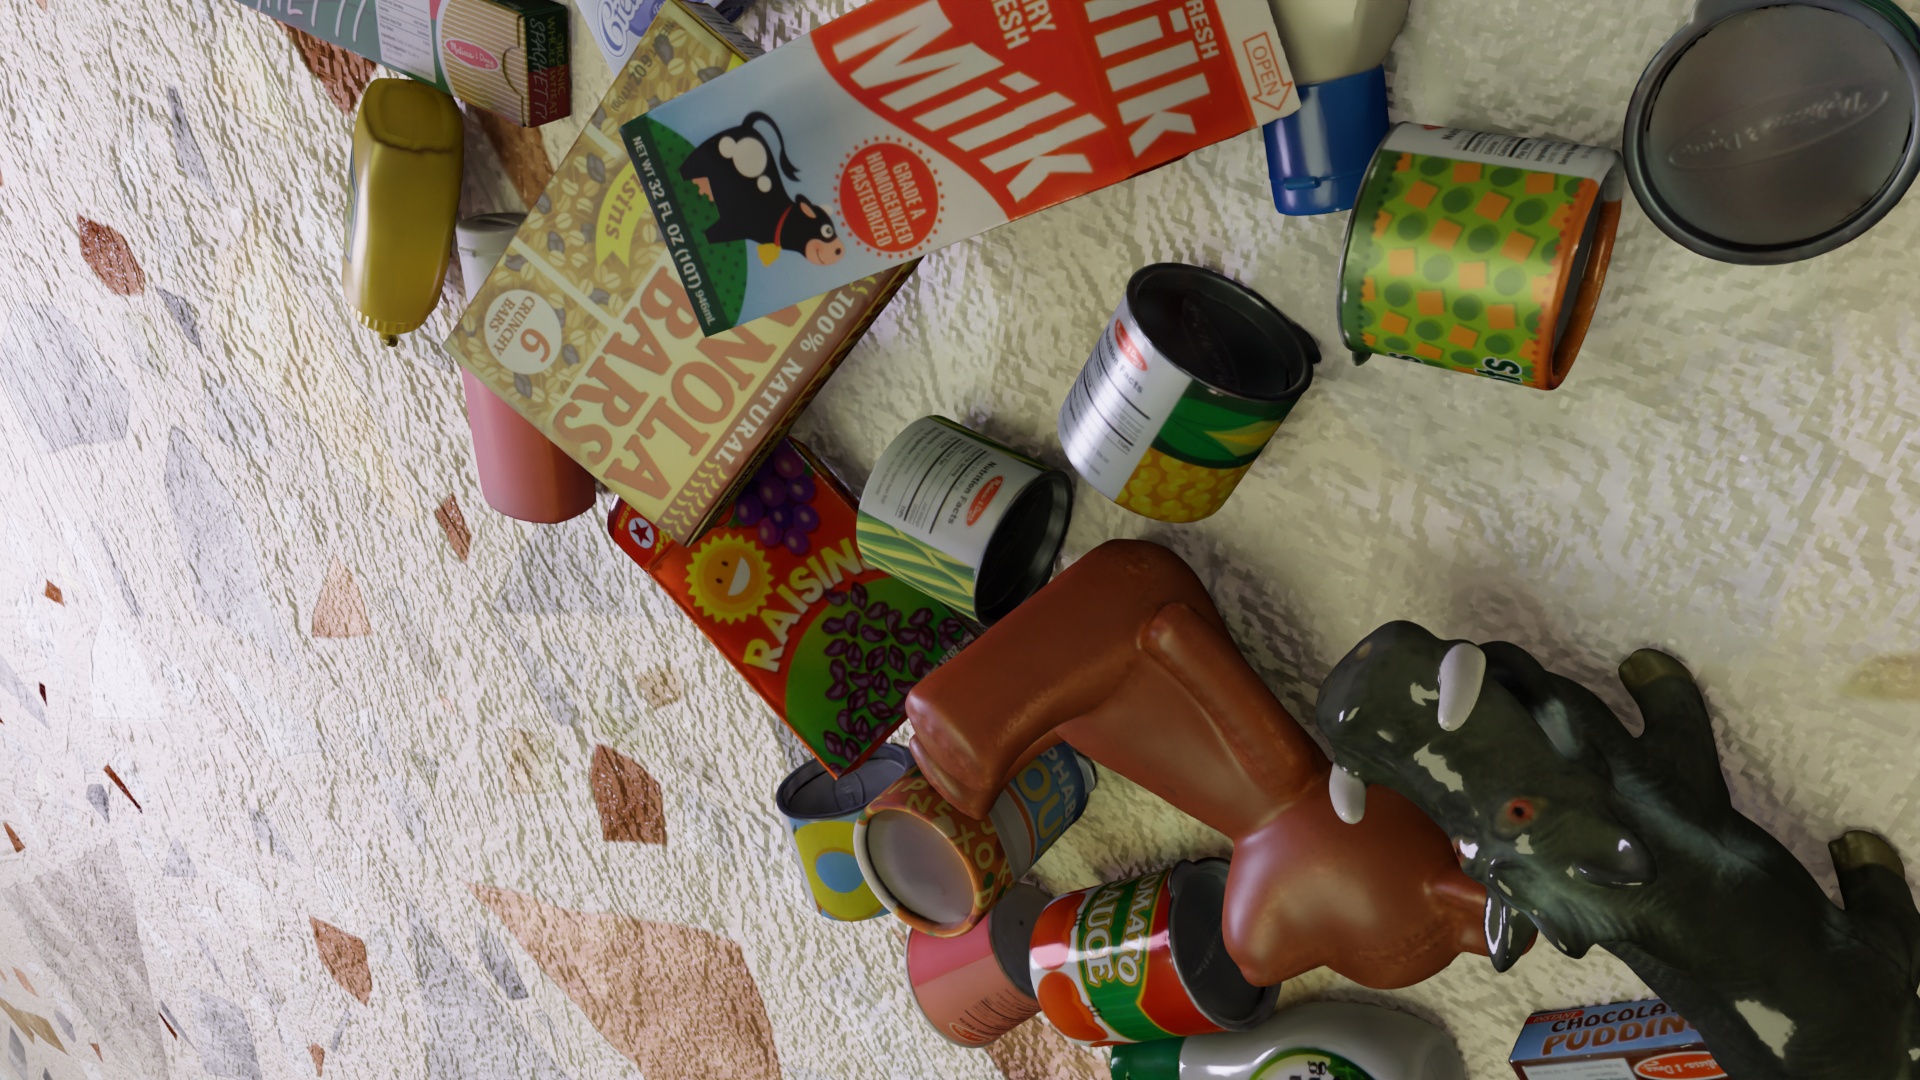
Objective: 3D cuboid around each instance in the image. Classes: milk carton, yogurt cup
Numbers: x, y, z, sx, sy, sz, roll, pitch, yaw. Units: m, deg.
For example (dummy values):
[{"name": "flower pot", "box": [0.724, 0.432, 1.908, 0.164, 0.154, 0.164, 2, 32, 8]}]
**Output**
[{"name": "milk carton", "box": [0.001, -0.128, 0.420, 0.190, 0.074, 0.072, -16, 103, 27]}, {"name": "yogurt cup", "box": [0.016, 0.192, 0.637, 0.053, 0.073, 0.072, -36, 89, 36]}]

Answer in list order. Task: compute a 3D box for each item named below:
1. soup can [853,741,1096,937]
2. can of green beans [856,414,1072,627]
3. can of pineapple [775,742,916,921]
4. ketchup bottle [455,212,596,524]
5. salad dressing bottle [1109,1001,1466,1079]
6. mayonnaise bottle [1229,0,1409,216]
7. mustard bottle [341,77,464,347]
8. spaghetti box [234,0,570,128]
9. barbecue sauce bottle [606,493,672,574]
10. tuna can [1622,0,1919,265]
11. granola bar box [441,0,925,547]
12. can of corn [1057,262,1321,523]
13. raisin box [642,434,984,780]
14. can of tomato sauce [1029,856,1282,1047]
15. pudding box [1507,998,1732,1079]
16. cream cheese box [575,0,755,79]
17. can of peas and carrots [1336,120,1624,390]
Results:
[{"name": "soup can", "box": [0.007, 0.117, 0.588, 0.071, 0.084, 0.071, 18, 123, 30]}, {"name": "can of green beans", "box": [0.002, -0.008, 0.537, 0.058, 0.071, 0.071, 27, 127, 25]}, {"name": "can of pineapple", "box": [-0.046, 0.136, 0.653, 0.071, 0.071, 0.057, 1, 114, 38]}, {"name": "ketchup bottle", "box": [-0.217, -0.084, 0.683, 0.065, 0.044, 0.148, 17, 123, 29]}, {"name": "salad dressing bottle", "box": [0.131, 0.222, 0.576, 0.147, 0.044, 0.064, -15, 102, 42]}, {"name": "mayonnaise bottle", "box": [0.097, -0.169, 0.393, 0.065, 0.041, 0.147, 7, 119, 43]}, {"name": "mustard bottle", "box": [-0.277, -0.147, 0.683, 0.159, 0.049, 0.065, -57, 39, 45]}, {"name": "spaghetti box", "box": [-0.278, -0.255, 0.647, 0.250, 0.029, 0.049, 27, 128, 24]}, {"name": "barbecue sauce bottle", "box": [-0.098, 0.023, 0.648, 0.149, 0.044, 0.064, 43, 131, 11]}, {"name": "tuna can", "box": [0.204, -0.107, 0.347, 0.071, 0.033, 0.070, 18, 123, 30]}, {"name": "granola bar box", "box": [-0.101, -0.098, 0.529, 0.124, 0.039, 0.165, 40, 109, -2]}, {"name": "can of corn", "box": [0.075, -0.048, 0.460, 0.071, 0.071, 0.058, 41, 133, 14]}, {"name": "raisin box", "box": [-0.061, 0.028, 0.594, 0.086, 0.040, 0.123, -44, 81, 5]}, {"name": "can of tomato sauce", "box": [0.078, 0.170, 0.572, 0.082, 0.071, 0.071, -29, 94, 44]}, {"name": "pudding box", "box": [0.242, 0.188, 0.480, 0.083, 0.030, 0.049, -28, 93, 43]}, {"name": "cream cheese box", "box": [-0.108, -0.222, 0.535, 0.103, 0.024, 0.053, -22, 97, 43]}, {"name": "can of peas and carrots", "box": [0.144, -0.077, 0.387, 0.059, 0.071, 0.070, 18, 123, 29]}]
